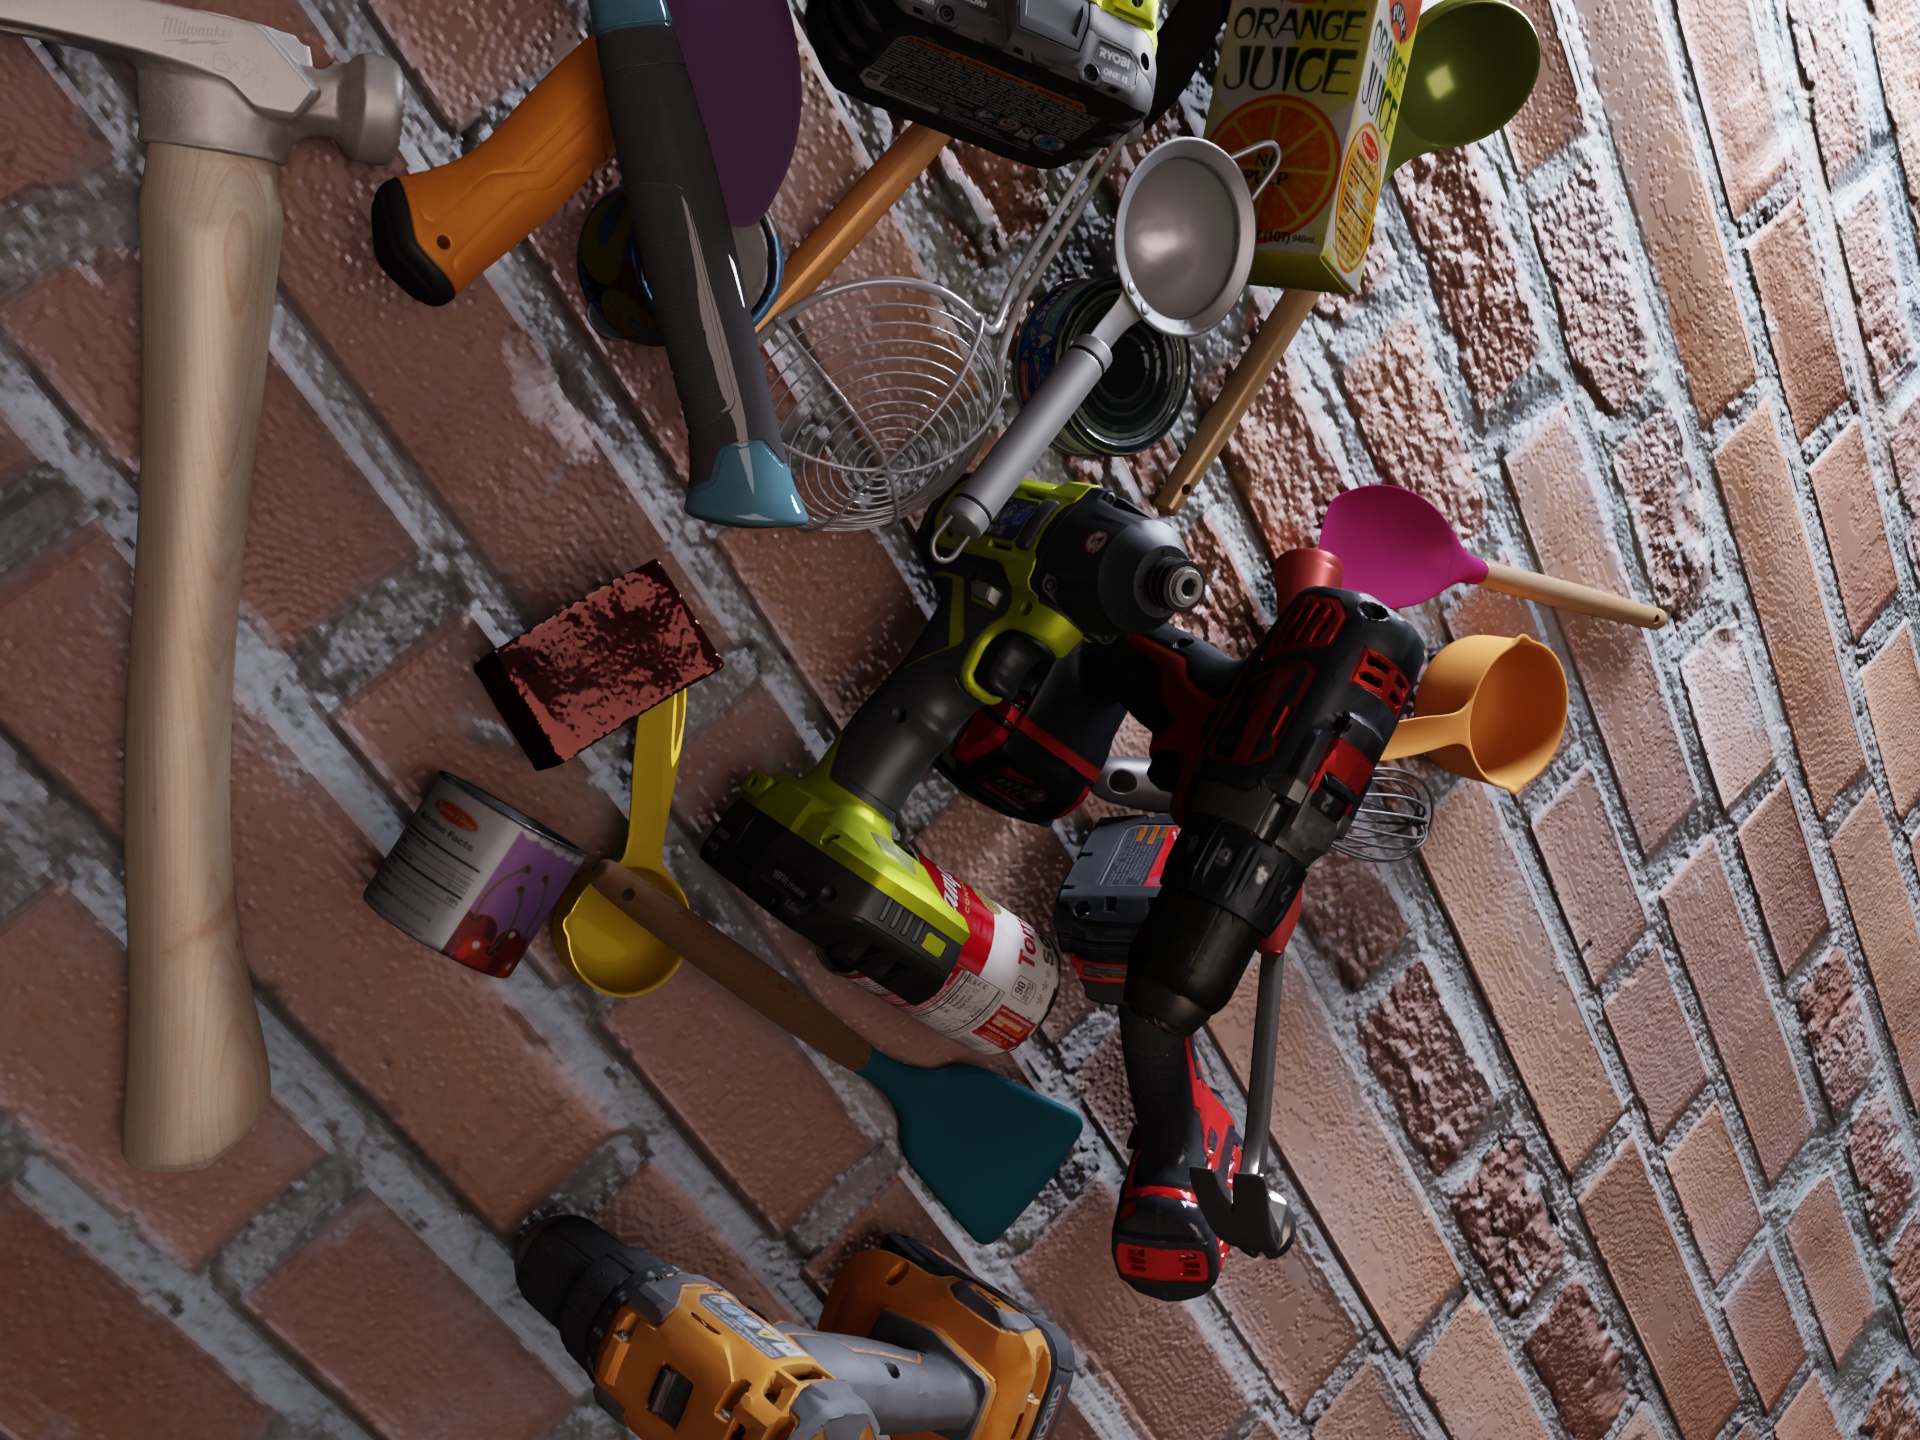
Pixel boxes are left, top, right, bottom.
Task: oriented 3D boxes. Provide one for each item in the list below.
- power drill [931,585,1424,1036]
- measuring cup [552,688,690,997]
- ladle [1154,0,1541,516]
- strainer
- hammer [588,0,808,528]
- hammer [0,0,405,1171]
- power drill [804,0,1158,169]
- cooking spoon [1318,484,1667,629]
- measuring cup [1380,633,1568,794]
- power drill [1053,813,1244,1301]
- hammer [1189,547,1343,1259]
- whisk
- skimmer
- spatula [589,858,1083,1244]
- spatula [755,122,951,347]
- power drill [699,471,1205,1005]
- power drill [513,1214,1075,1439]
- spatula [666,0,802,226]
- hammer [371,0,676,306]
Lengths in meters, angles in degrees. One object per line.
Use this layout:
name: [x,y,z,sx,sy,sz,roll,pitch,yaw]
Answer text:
power drill: [0.077,0.023,0.693,0.080,0.227,0.188,34,81,-33]
measuring cup: [-0.140,0.040,0.686,0.062,0.029,0.156,12,81,-36]
ladle: [0.196,-0.238,0.822,0.078,0.062,0.320,37,82,-32]
strainer: [0.058,-0.166,0.695,0.258,0.050,0.086,-54,127,-20]
hammer: [-0.112,-0.227,0.558,0.128,0.033,0.331,-16,100,-19]
hammer: [-0.285,-0.037,0.565,0.146,0.038,0.410,1,99,-31]
power drill: [0.013,-0.354,0.618,0.190,0.080,0.228,13,83,-24]
cooking spoon: [0.328,-0.085,0.959,0.318,0.017,0.069,8,96,-33]
measuring cup: [0.275,-0.001,0.923,0.173,0.052,0.095,-9,105,-29]
power drill: [0.109,0.165,0.813,0.143,0.078,0.219,-48,134,-63]
hammer: [0.154,0.068,0.773,0.149,0.037,0.359,61,36,-58]
whisk: [0.168,0.042,0.867,0.238,0.055,0.055,9,95,-29]
skimmer: [0.022,-0.234,0.720,0.363,0.090,0.127,-59,149,-22]
spatula: [-0.054,0.148,0.730,0.082,0.044,0.317,-50,131,-6]
spatula: [-0.002,-0.255,0.695,0.041,0.081,0.322,41,81,-6]
power drill: [-0.001,-0.002,0.676,0.080,0.171,0.223,38,82,-33]
power drill: [-0.074,0.277,0.706,0.226,0.185,0.084,25,85,-53]
spatula: [-0.080,-0.344,0.590,0.059,0.018,0.316,2,93,-30]
hammer: [-0.095,-0.275,0.617,0.127,0.034,0.337,49,66,-28]
